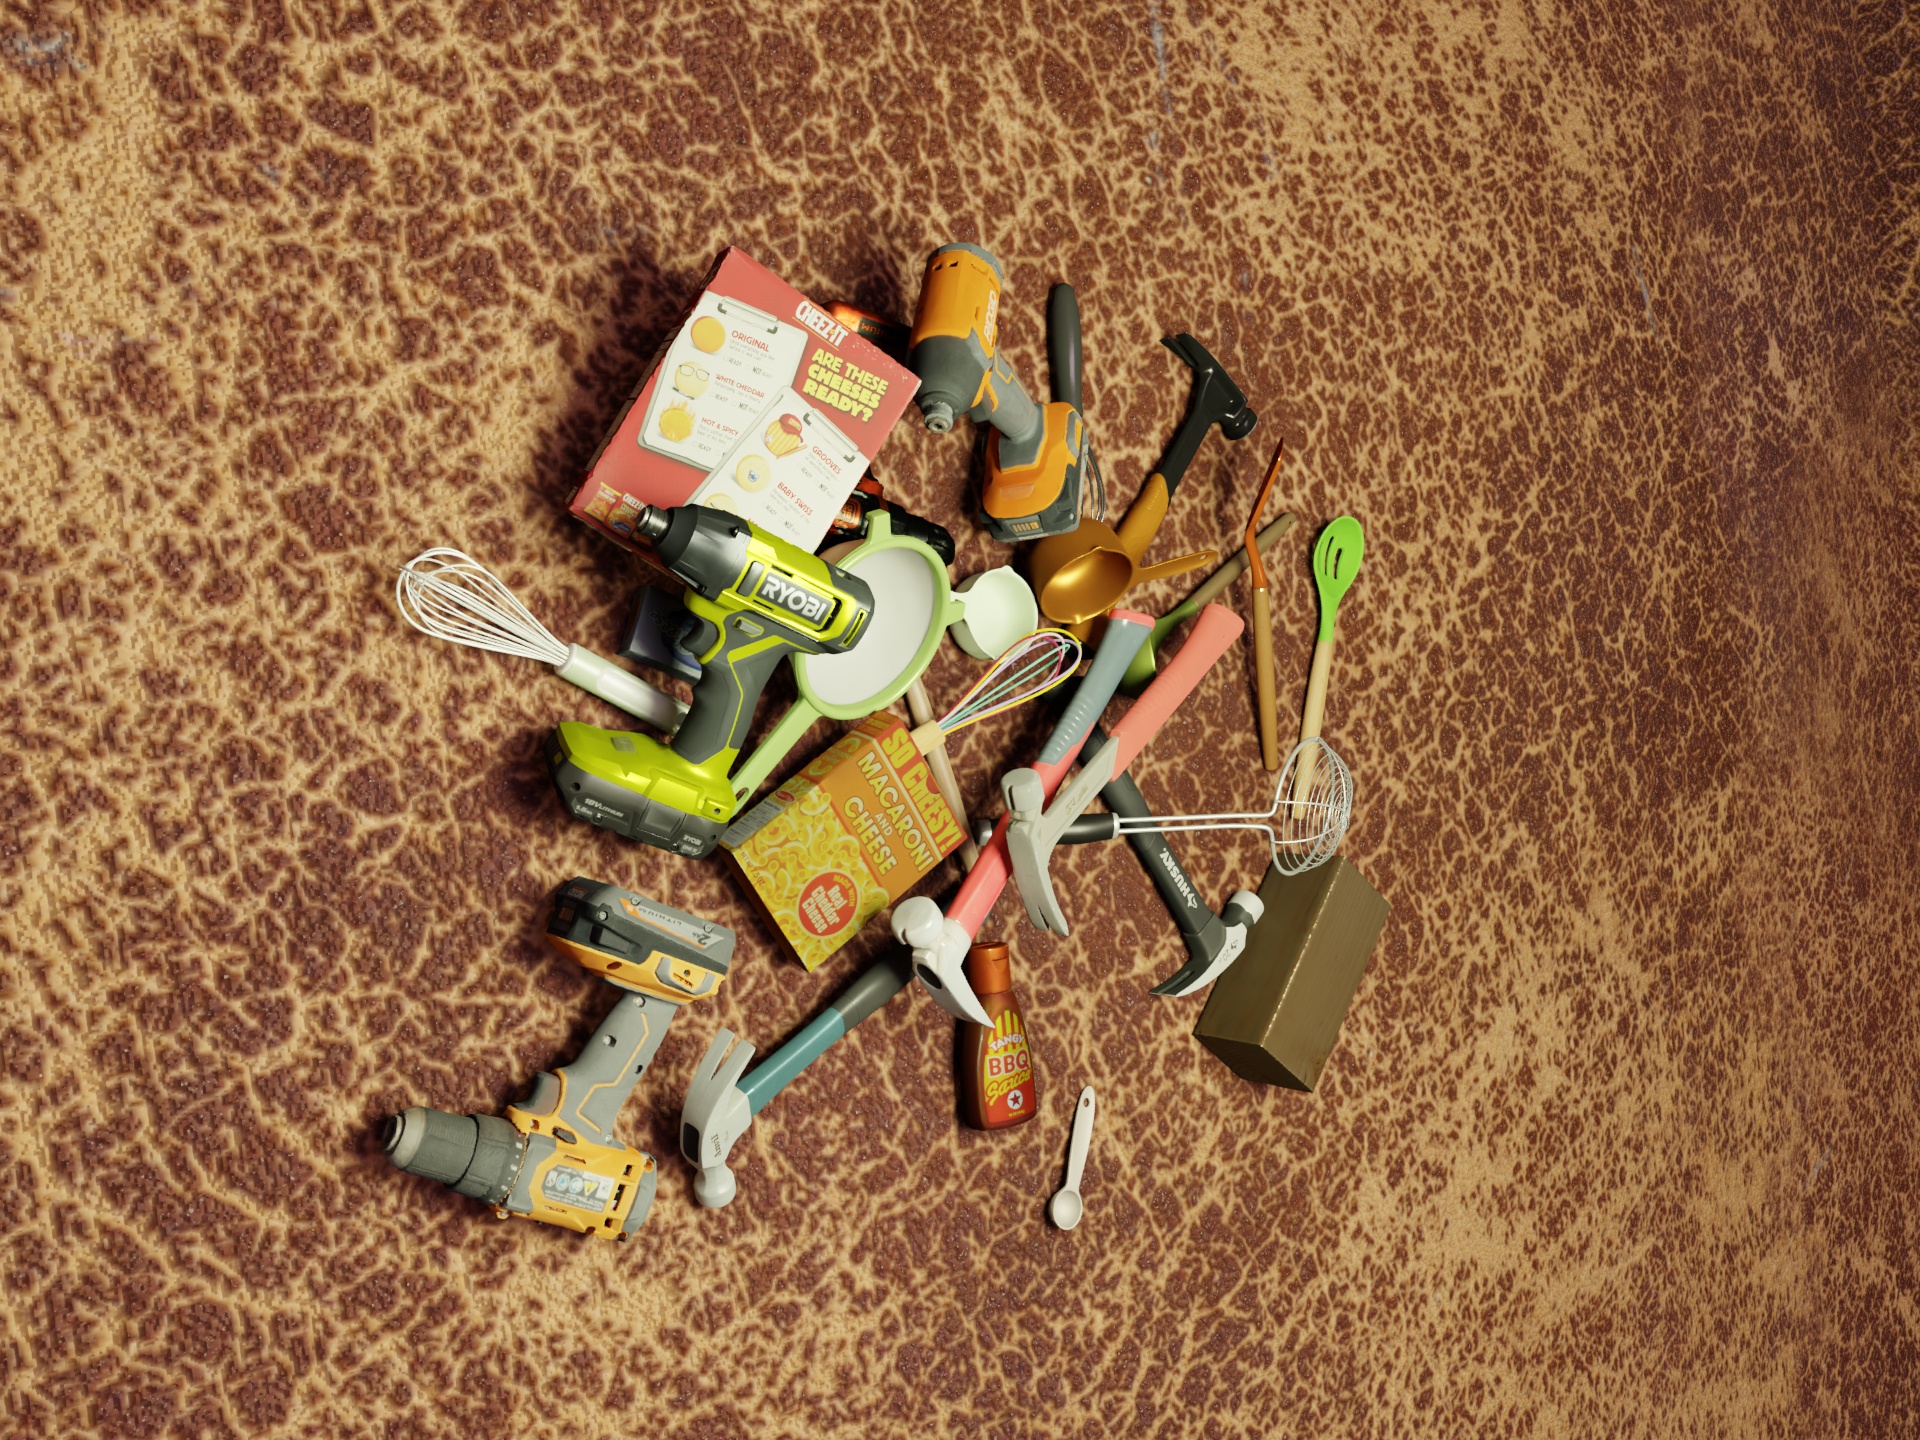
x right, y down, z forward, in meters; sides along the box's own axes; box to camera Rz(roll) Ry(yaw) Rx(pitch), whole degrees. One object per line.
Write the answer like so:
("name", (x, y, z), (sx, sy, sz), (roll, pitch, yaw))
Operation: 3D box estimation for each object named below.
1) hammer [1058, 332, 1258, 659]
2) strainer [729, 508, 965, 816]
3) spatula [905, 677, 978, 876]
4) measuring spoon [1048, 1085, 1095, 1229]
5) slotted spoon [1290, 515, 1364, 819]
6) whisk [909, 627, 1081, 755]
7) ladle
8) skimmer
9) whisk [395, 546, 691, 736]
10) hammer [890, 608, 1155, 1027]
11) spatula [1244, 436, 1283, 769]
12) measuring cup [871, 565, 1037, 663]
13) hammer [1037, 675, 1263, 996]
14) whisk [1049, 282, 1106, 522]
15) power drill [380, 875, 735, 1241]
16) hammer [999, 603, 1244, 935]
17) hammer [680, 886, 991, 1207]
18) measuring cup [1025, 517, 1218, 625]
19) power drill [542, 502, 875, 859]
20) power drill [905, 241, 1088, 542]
("hammer", (0.170, -0.198, 1.459), (0.127, 0.034, 0.337), (43, 63, -30))
("strainer", (-0.116, -0.040, 1.205), (0.256, 0.069, 0.151), (-51, 143, -5))
("spatula", (-0.032, -0.013, 1.300), (0.060, 0.018, 0.316), (-25, 102, -35))
("measuring spoon", (0.098, 0.381, 1.389), (0.034, 0.018, 0.124), (29, 64, -34))
("slotted spoon", (0.363, -0.054, 1.611), (0.070, 0.031, 0.314), (17, 79, -36))
("whisk", (-0.003, -0.005, 1.284), (0.245, 0.051, 0.047), (-33, 93, -18))
("ladle", (0.243, -0.118, 1.500), (0.320, 0.062, 0.078), (-40, 131, -36))
("skimmer", (0.183, 0.082, 1.400), (0.363, 0.090, 0.127), (-2, 105, -13))
("whisk", (-0.277, -0.046, 1.091), (0.246, 0.059, 0.058), (32, 81, -38))
("hammer", (0.071, 0.062, 1.301), (0.386, 0.038, 0.143), (-58, 138, -30))
("spatula", (0.296, -0.105, 1.514), (0.081, 0.041, 0.322), (-61, 146, -67))
("measuring cup", (-0.011, -0.094, 1.310), (0.167, 0.038, 0.083), (10, 82, -35))
("hammer", (0.160, 0.099, 1.436), (0.146, 0.035, 0.334), (-45, 114, -31))
("whisk", (0.096, -0.270, 1.397), (0.055, 0.055, 0.239), (2, 82, -38))
("power drill", (-0.266, 0.222, 1.068), (0.185, 0.084, 0.226), (27, 76, -33))
("hammer", (0.147, 0.017, 1.334), (0.359, 0.037, 0.149), (-45, 132, -40))
("hammer", (-0.086, 0.223, 1.219), (0.331, 0.033, 0.128), (-37, 138, -38))
("measuring cup", (0.137, -0.141, 1.371), (0.173, 0.095, 0.052), (-14, 55, -20))
("power drill", (-0.183, -0.031, 1.081), (0.171, 0.080, 0.223), (25, 102, -32))
("power drill", (0.025, -0.240, 1.255), (0.226, 0.084, 0.164), (53, 38, -49))
